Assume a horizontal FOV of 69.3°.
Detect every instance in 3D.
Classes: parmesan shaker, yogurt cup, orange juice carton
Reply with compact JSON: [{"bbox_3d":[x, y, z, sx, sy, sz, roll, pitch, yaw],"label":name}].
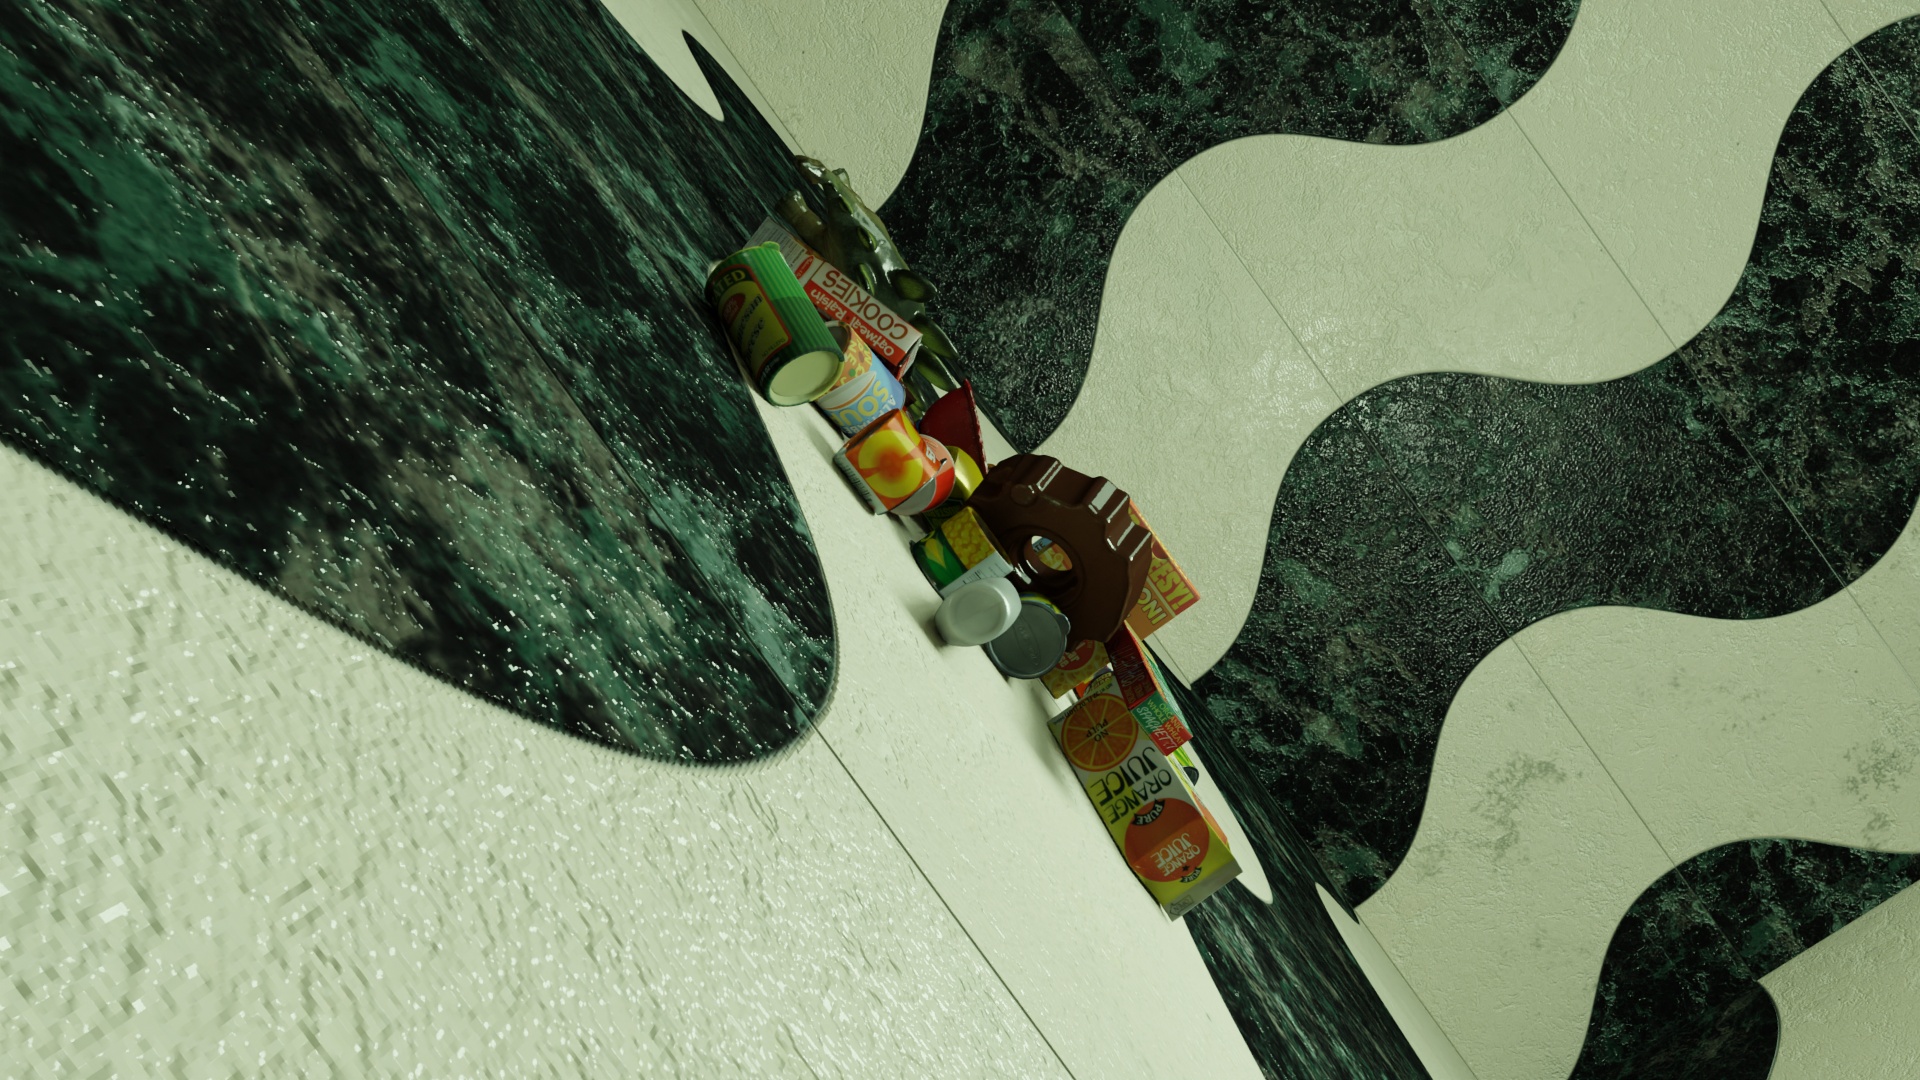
[{"bbox_3d":[-0.135,-0.159,1.020,0.103,0.071,0.071,58,8,23],"label":"parmesan shaker"},{"bbox_3d":[-0.042,-0.052,1.159,0.072,0.072,0.054,54,15,-4],"label":"yogurt cup"},{"bbox_3d":[0.154,0.213,1.143,0.073,0.072,0.193,45,11,-52],"label":"orange juice carton"}]

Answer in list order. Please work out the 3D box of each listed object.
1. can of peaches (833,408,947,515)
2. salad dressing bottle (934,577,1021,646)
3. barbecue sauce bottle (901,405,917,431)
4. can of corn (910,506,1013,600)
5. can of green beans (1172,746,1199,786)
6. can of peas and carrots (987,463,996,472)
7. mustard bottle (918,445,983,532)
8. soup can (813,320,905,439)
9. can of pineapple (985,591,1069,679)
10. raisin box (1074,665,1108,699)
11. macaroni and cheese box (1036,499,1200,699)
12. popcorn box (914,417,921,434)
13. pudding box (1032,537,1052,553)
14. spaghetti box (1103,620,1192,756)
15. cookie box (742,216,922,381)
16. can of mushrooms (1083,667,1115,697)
[{"bbox_3d":[-0.055,-0.064,1.091,0.058,0.071,0.071,51,7,-12],"label":"can of peaches"},{"bbox_3d":[0.013,0.053,1.045,0.044,0.064,0.147,62,0,2],"label":"salad dressing bottle"},{"bbox_3d":[-0.066,-0.095,1.269,0.064,0.043,0.149,60,6,-10],"label":"barbecue sauce bottle"},{"bbox_3d":[0.001,0.012,1.144,0.071,0.058,0.071,53,7,-9],"label":"can of corn"},{"bbox_3d":[0.190,0.221,1.358,0.071,0.071,0.058,46,10,-50],"label":"can of green beans"},{"bbox_3d":[0.033,-0.045,1.564,0.058,0.071,0.071,48,9,-35],"label":"can of peas and carrots"},{"bbox_3d":[0.005,-0.016,1.281,0.159,0.065,0.049,60,34,-37],"label":"mustard bottle"},{"bbox_3d":[-0.096,-0.133,1.174,0.083,0.071,0.071,47,10,-42],"label":"soup can"},{"bbox_3d":[0.057,0.078,1.158,0.071,0.071,0.058,54,7,-1],"label":"can of pineapple"},{"bbox_3d":[0.162,0.176,1.493,0.123,0.040,0.086,50,9,-40],"label":"raisin box"},{"bbox_3d":[0.122,0.052,1.307,0.123,0.166,0.040,54,8,-3],"label":"macaroni and cheese box"},{"bbox_3d":[-0.013,-0.063,1.485,0.127,0.038,0.085,56,9,15],"label":"popcorn box"},{"bbox_3d":[0.077,0.025,1.464,0.030,0.083,0.049,56,7,14],"label":"pudding box"},{"bbox_3d":[0.152,0.117,1.166,0.050,0.028,0.250,52,6,-8],"label":"spaghetti box"},{"bbox_3d":[-0.114,-0.207,1.238,0.167,0.040,0.123,38,-6,-2],"label":"cookie box"},{"bbox_3d":[0.155,0.164,1.391,0.071,0.071,0.033,53,8,-7],"label":"can of mushrooms"}]
